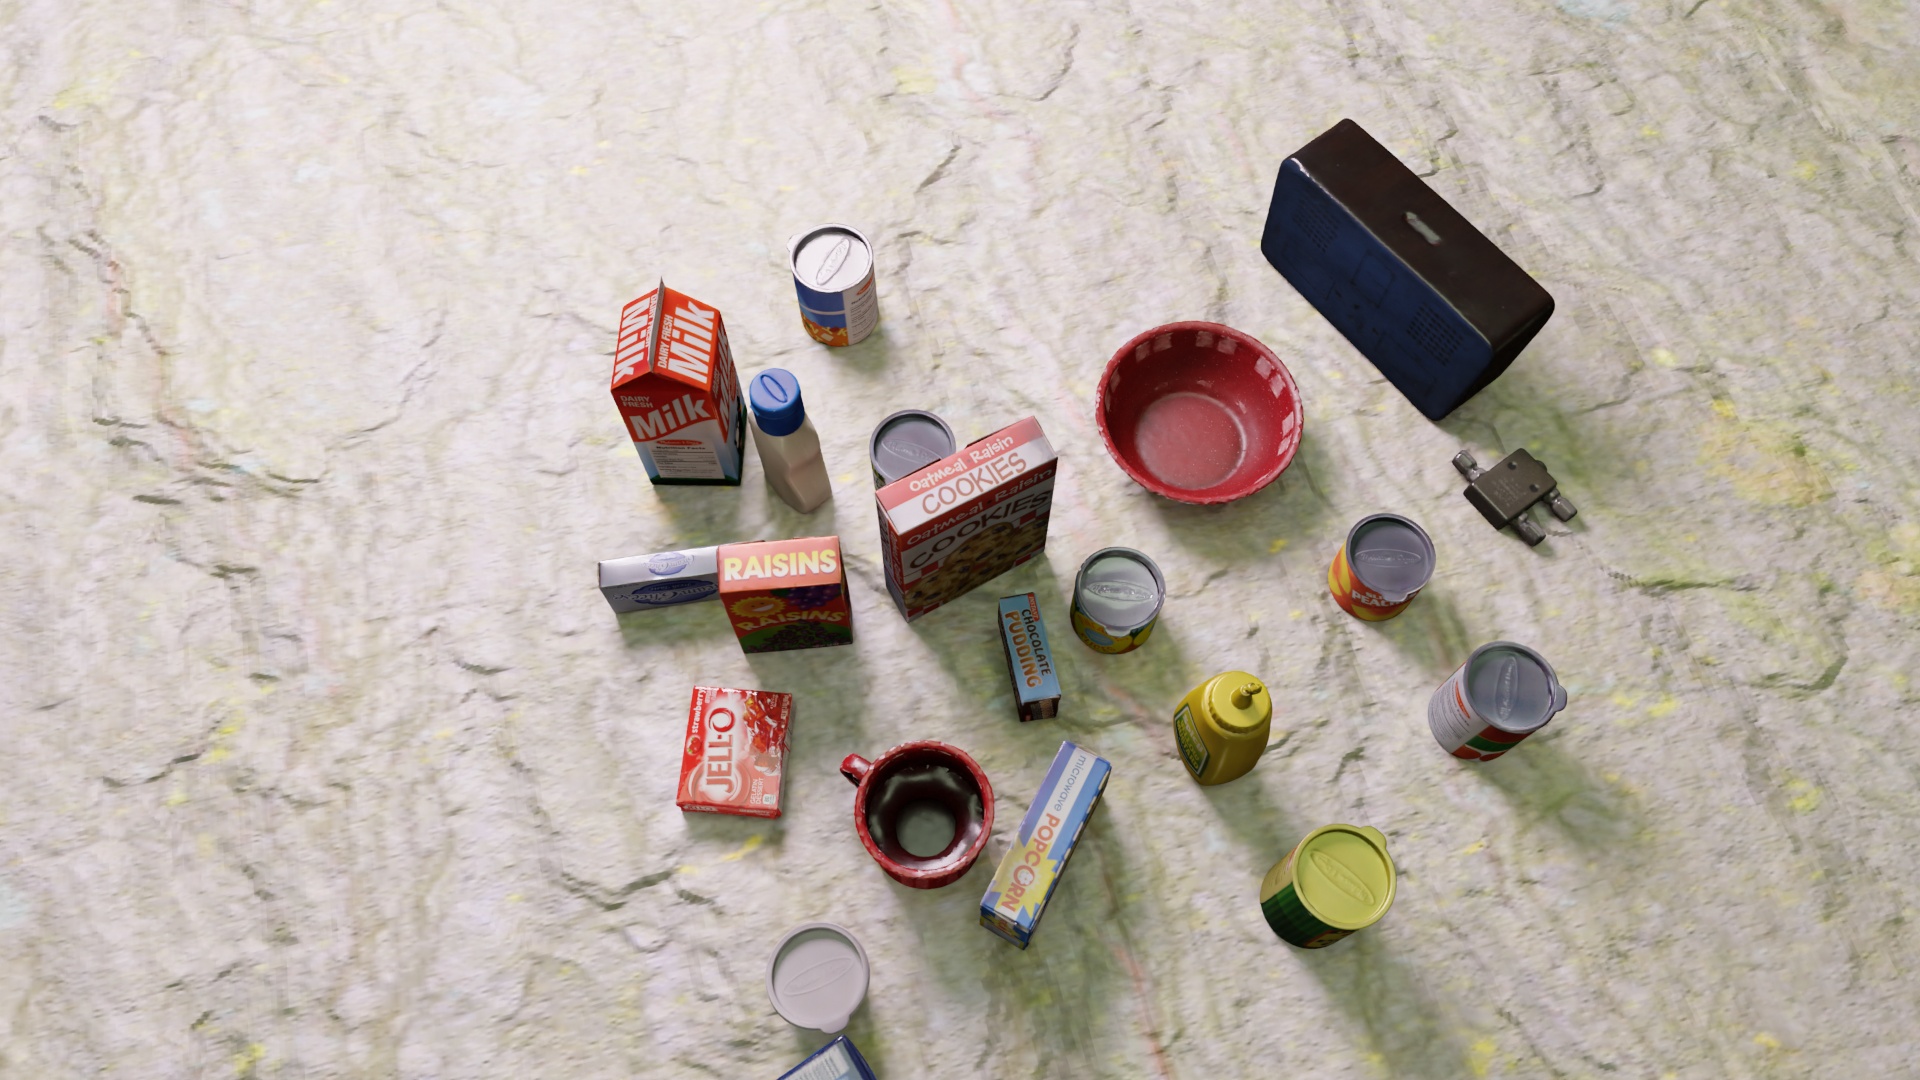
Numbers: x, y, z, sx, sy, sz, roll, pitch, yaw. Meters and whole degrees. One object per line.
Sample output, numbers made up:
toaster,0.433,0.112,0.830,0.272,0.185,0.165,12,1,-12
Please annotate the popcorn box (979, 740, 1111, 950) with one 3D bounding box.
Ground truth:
popcorn box,0.058,0.207,0.944,0.038,0.085,0.127,26,68,11

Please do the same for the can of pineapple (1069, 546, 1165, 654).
can of pineapple,0.115,0.047,1.031,0.071,0.057,0.071,0,66,0

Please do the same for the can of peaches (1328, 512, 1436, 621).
can of peaches,0.315,0.023,1.042,0.071,0.057,0.071,0,66,0

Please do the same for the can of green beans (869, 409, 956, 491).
can of green beans,-0.036,-0.059,1.078,0.071,0.057,0.071,0,66,0

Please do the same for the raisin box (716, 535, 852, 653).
raisin box,-0.123,0.040,0.997,0.086,0.123,0.040,-4,66,-2

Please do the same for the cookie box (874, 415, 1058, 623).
cookie box,0.004,-0.013,0.997,0.123,0.166,0.040,-27,69,-12

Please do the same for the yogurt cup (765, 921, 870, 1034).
yogurt cup,-0.093,0.291,0.922,0.072,0.053,0.072,0,66,0

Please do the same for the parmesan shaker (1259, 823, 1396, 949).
parmesan shaker,0.244,0.230,0.924,0.071,0.102,0.071,0,66,0

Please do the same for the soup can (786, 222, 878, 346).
soup can,-0.104,-0.208,1.130,0.071,0.083,0.071,0,66,0

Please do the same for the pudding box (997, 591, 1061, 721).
pudding box,0.050,0.086,1.018,0.030,0.049,0.084,-10,66,-5

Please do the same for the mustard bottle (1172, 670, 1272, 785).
mustard bottle,0.180,0.121,0.942,0.049,0.159,0.065,-18,68,-8

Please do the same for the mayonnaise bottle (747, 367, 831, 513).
mayonnaise bottle,-0.129,-0.076,1.036,0.041,0.147,0.065,-37,71,-15

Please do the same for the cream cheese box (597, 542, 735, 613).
cream cheese box,-0.214,0.028,1.040,0.104,0.053,0.024,-8,66,-4

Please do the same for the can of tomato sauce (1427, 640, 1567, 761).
can of tomato sauce,0.379,0.116,0.987,0.071,0.082,0.071,0,66,0

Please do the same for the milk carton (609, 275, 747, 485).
milk carton,-0.208,-0.113,1.029,0.073,0.189,0.072,1,66,0
